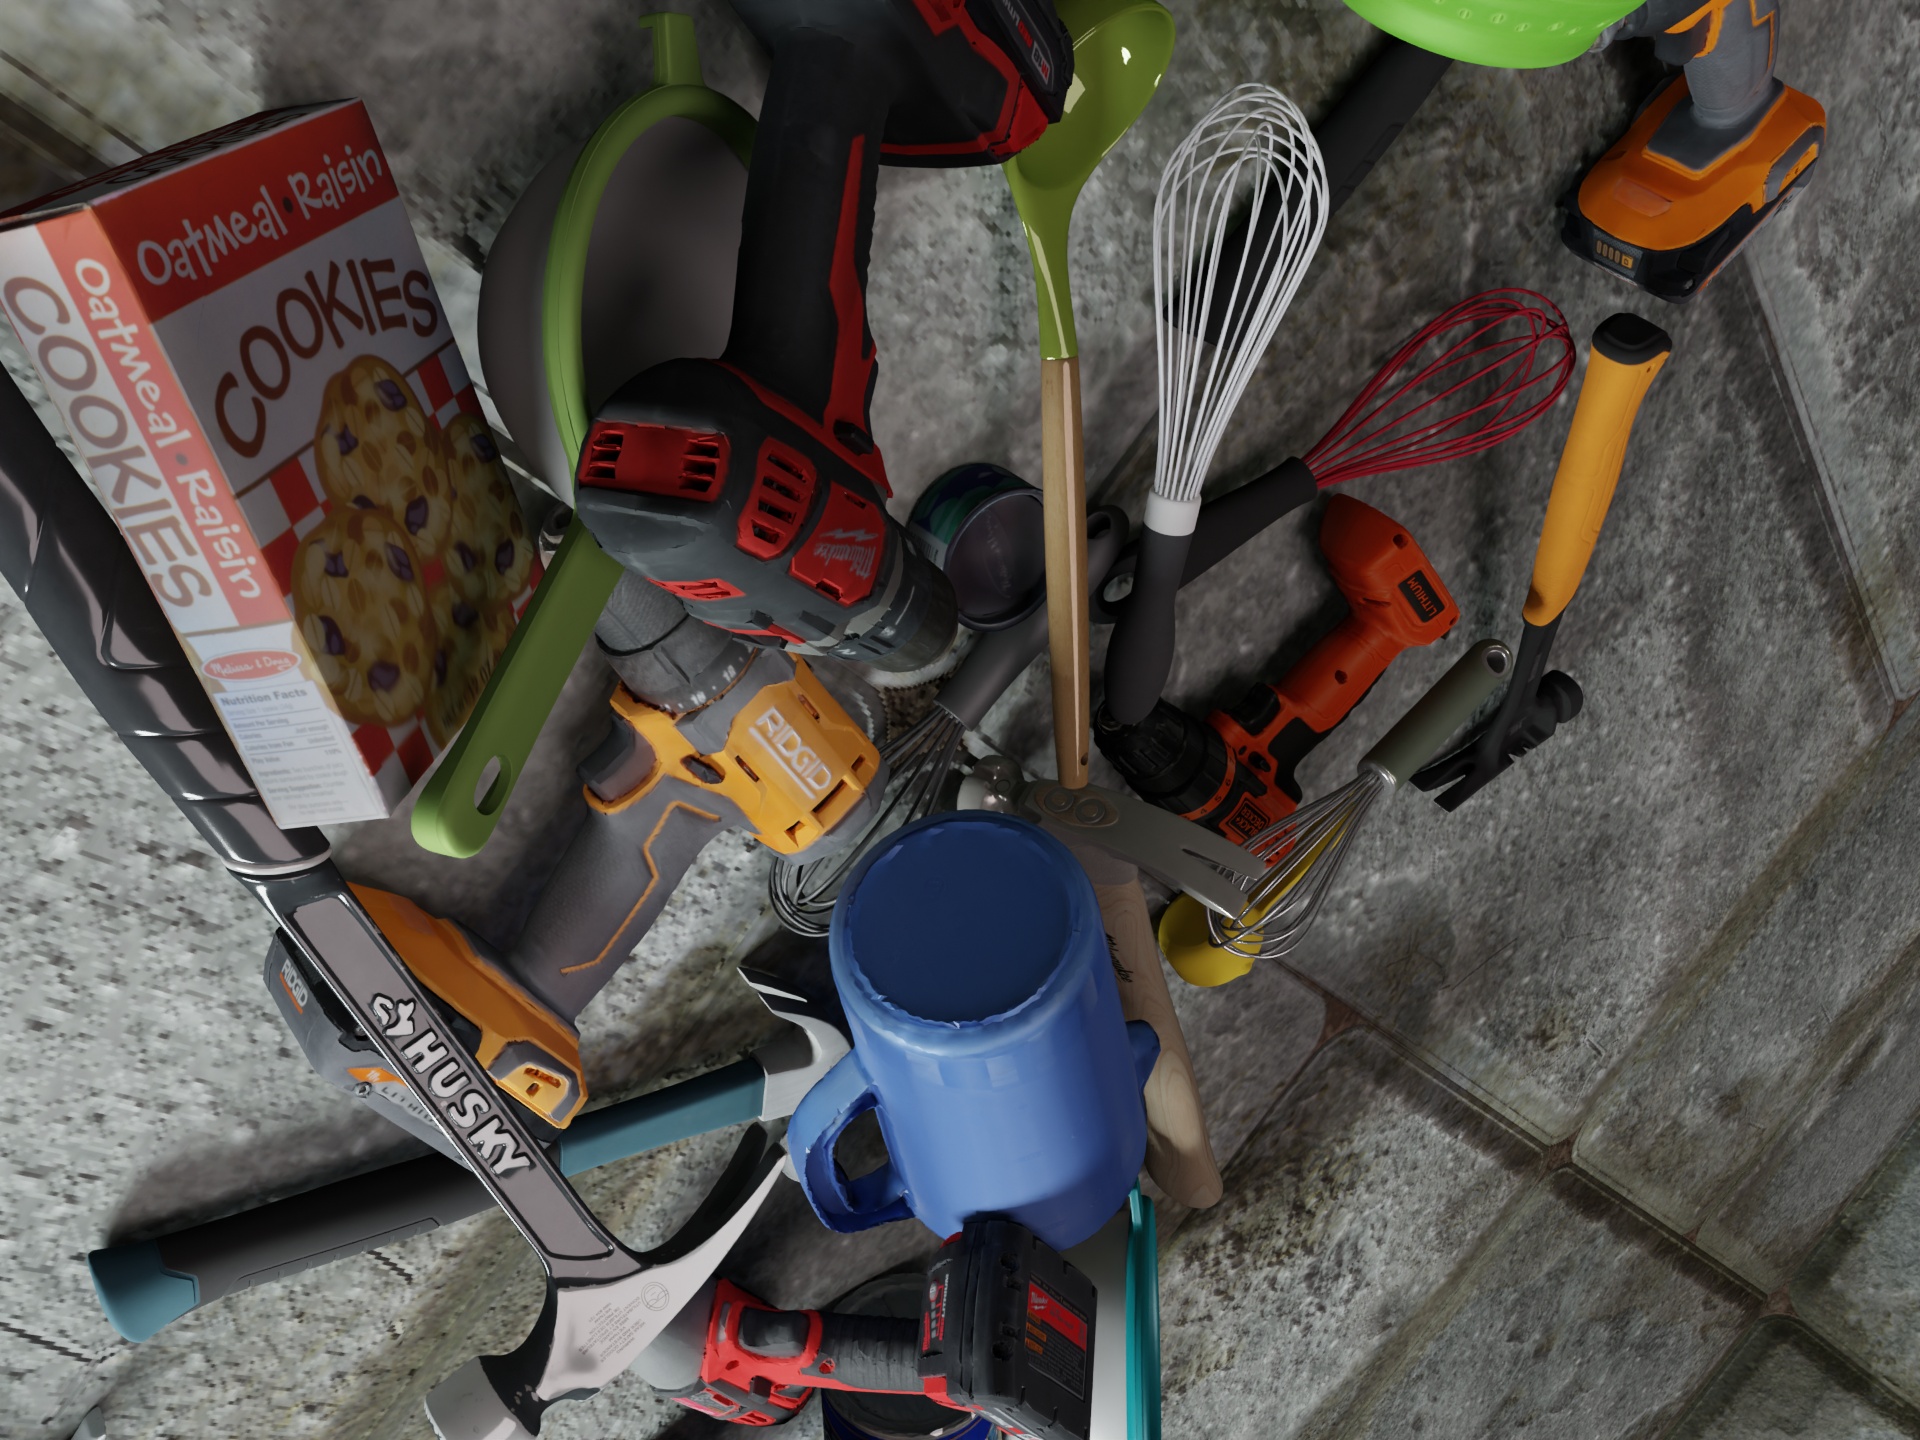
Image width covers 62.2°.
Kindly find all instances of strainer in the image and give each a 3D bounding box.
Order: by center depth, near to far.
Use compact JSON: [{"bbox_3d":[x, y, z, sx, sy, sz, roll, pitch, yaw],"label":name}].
[{"bbox_3d":[-0.122,-0.078,0.490,0.151,0.069,0.256,60,44,-55],"label":"strainer"},{"bbox_3d":[0.066,0.448,0.920,0.095,0.341,0.210,0,147,9],"label":"strainer"}]

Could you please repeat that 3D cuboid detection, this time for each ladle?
[{"bbox_3d":[0.050,-0.116,0.627,0.078,0.062,0.320,-27,122,-43],"label":"ladle"}]

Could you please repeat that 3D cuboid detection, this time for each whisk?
[{"bbox_3d":[0.095,-0.119,0.669,0.070,0.070,0.284,-14,130,-32],"label":"whisk"},{"bbox_3d":[-0.001,-0.002,0.707,0.239,0.055,0.055,-51,137,-5],"label":"whisk"},{"bbox_3d":[0.180,-0.125,0.765,0.296,0.073,0.073,-31,133,-12],"label":"whisk"},{"bbox_3d":[0.212,0.036,0.832,0.246,0.059,0.058,-41,93,-21],"label":"whisk"}]

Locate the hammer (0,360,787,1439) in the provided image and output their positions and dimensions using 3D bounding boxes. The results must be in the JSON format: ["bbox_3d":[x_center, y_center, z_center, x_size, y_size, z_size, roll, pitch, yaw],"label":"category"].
[{"bbox_3d":[-0.197,0.055,0.497,0.149,0.036,0.408,-36,115,-20],"label":"hammer"}]

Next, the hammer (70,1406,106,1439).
[{"bbox_3d":[-0.440,0.208,0.492,0.144,0.035,0.405,-37,135,-14],"label":"hammer"}]

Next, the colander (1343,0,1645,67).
[{"bbox_3d":[0.118,-0.298,0.550,0.397,0.205,0.094,-4,141,-17],"label":"colander"}]

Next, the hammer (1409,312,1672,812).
[{"bbox_3d":[0.325,-0.079,0.880,0.127,0.034,0.336,-33,146,-18],"label":"hammer"}]

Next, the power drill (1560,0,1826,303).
[{"bbox_3d":[0.335,-0.301,0.729,0.164,0.084,0.226,-44,149,-7],"label":"power drill"}]

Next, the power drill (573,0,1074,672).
[{"bbox_3d":[-0.030,-0.129,0.509,0.187,0.080,0.227,27,74,-65],"label":"power drill"}]

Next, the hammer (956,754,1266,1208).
[{"bbox_3d":[0.111,0.172,0.860,0.038,0.146,0.410,-54,145,-27],"label":"hammer"}]

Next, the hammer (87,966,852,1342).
[{"bbox_3d":[-0.190,0.192,0.688,0.331,0.033,0.128,-11,124,-34],"label":"hammer"}]

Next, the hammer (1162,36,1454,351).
[{"bbox_3d":[0.201,-0.297,0.685,0.335,0.035,0.146,-51,137,0],"label":"hammer"}]

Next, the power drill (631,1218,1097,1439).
[{"bbox_3d":[-0.056,0.296,0.761,0.143,0.220,0.079,52,35,-45],"label":"power drill"}]

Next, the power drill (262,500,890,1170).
[{"bbox_3d":[-0.148,0.040,0.592,0.226,0.084,0.185,-46,134,-11],"label":"power drill"}]

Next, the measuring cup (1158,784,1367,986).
[{"bbox_3d":[0.173,0.083,0.891,0.156,0.062,0.029,-45,125,-1],"label":"measuring cup"}]
